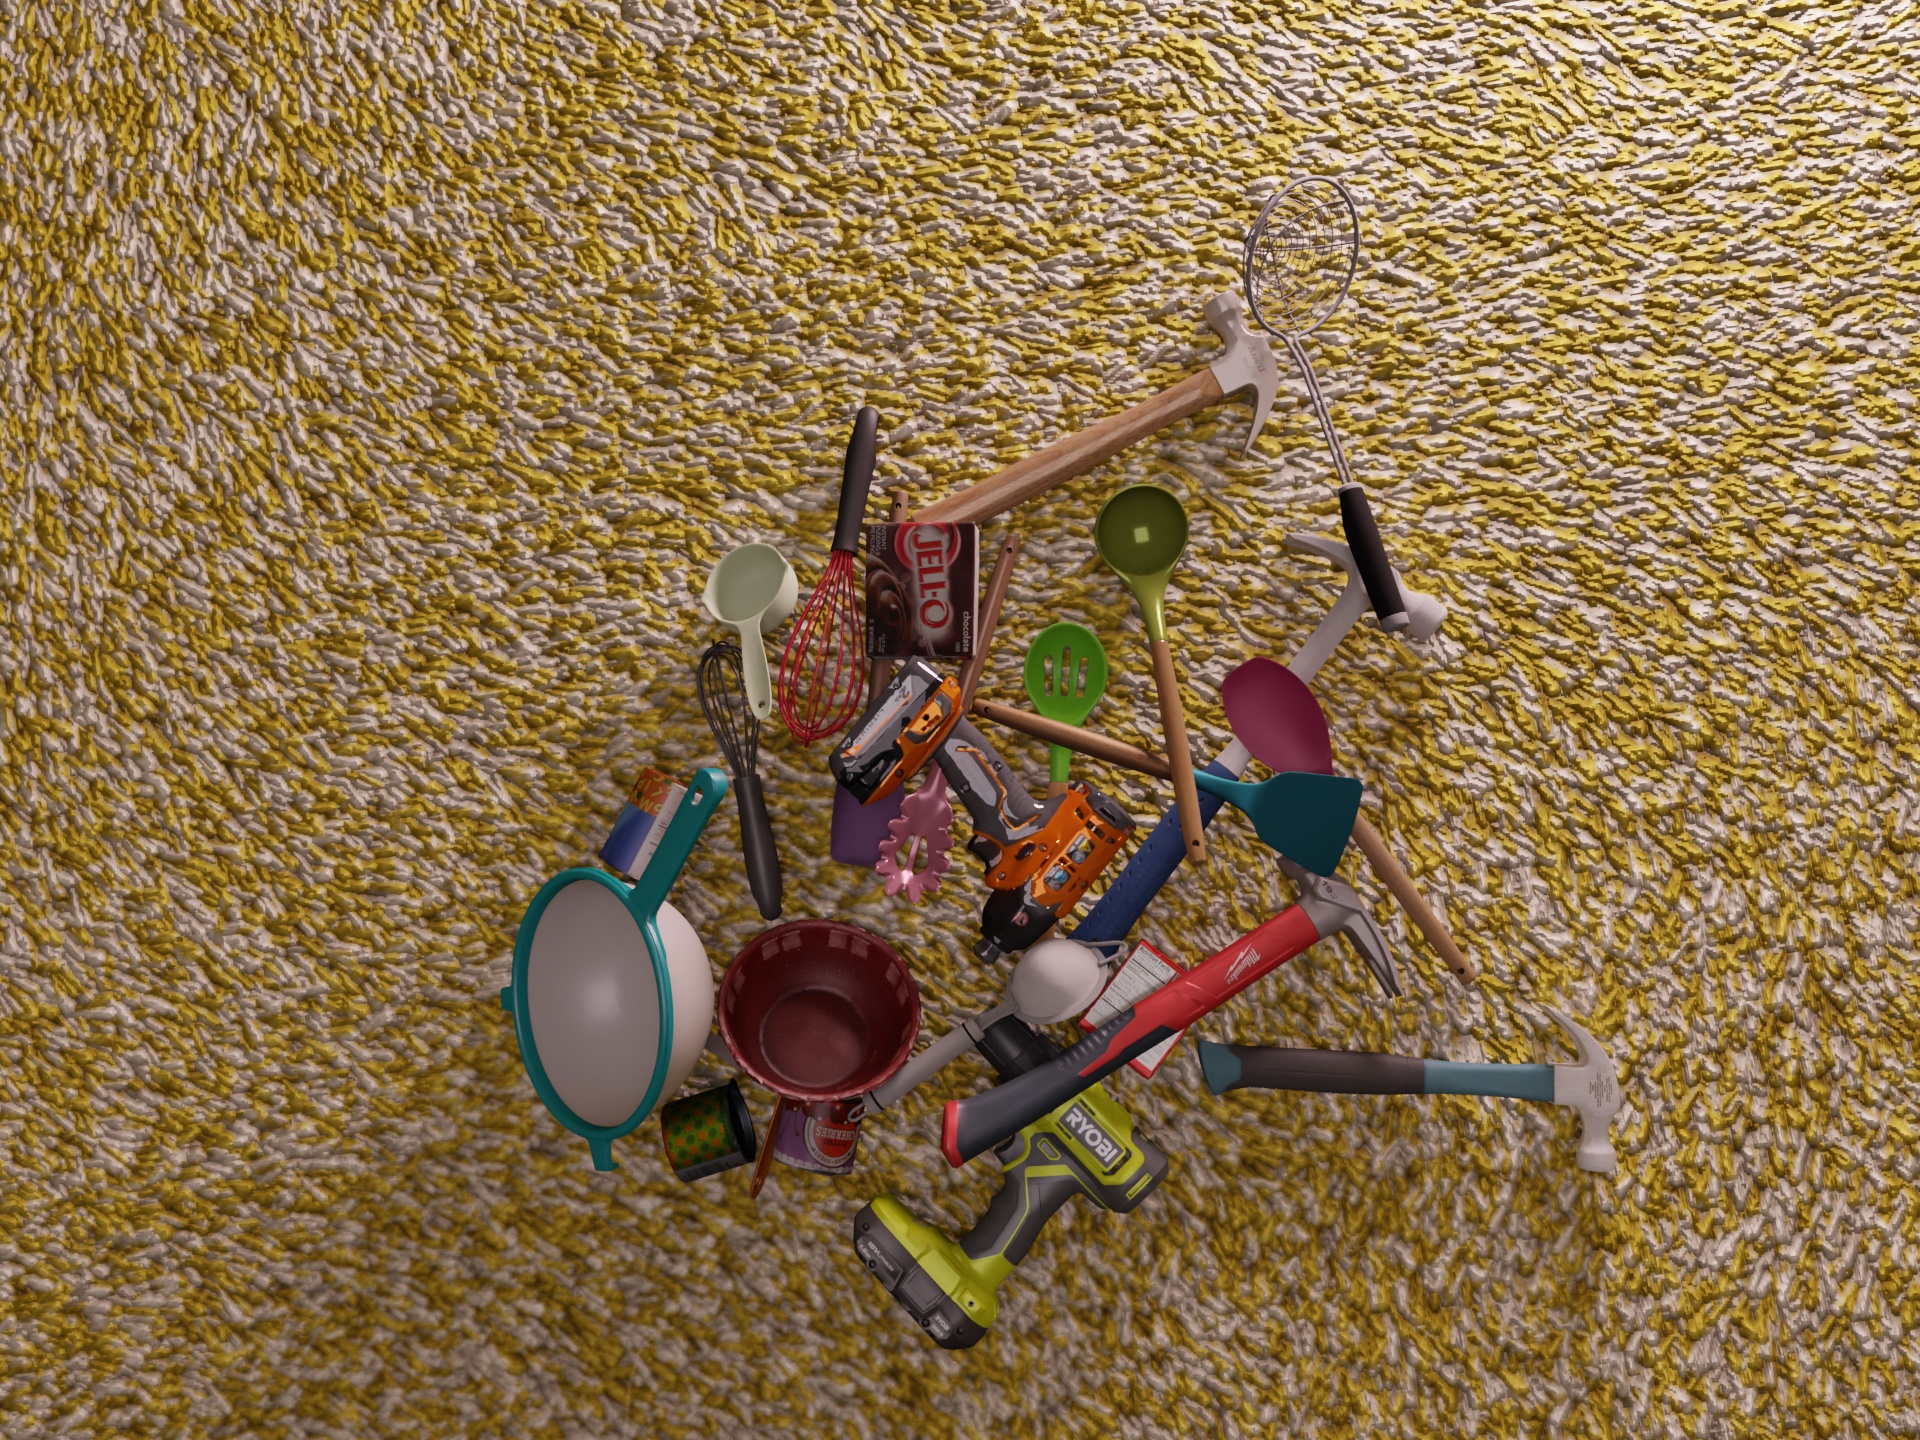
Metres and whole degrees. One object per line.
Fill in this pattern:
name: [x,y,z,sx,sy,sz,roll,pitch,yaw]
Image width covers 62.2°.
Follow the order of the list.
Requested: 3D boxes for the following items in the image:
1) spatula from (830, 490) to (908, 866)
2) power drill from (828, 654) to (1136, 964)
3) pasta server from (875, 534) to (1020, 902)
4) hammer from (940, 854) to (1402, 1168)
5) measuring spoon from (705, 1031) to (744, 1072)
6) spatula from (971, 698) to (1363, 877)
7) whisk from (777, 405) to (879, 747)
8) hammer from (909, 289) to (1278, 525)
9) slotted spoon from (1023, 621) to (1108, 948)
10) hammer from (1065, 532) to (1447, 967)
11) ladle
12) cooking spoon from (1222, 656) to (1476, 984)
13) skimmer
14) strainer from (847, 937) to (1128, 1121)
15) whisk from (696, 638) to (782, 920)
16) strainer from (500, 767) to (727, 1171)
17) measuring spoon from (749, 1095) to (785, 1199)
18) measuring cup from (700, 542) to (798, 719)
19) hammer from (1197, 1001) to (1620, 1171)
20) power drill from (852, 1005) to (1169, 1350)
spatula: [-0.065,-0.036,1.332,0.060,0.018,0.316,6,87,2]
power drill: [0.005,0.074,1.256,0.226,0.084,0.164,39,85,-4]
pasta server: [-0.002,-0.004,1.316,0.060,0.040,0.316,18,85,-3]
hammer: [0.159,0.247,1.240,0.386,0.038,0.143,-30,80,-13]
measuring spoon: [-0.187,0.275,1.318,0.124,0.018,0.034,28,90,-2]
spatula: [0.158,0.038,1.274,0.317,0.044,0.082,19,95,13]
whisk: [-0.100,-0.121,1.322,0.073,0.073,0.296,9,81,4]
hammer: [0.113,-0.228,1.331,0.331,0.031,0.130,-27,84,1]
slotted spoon: [0.076,0.076,1.311,0.070,0.031,0.314,5,87,4]
hammer: [0.220,0.028,1.302,0.144,0.035,0.405,37,88,5]
ladle: [0.162,-0.042,1.258,0.078,0.062,0.320,-8,66,2]
cooking spoon: [0.317,0.084,1.275,0.069,0.017,0.319,-36,94,15]
skimmer: [0.313,-0.253,1.276,0.127,0.090,0.363,-8,77,-35]
strainer: [0.016,0.238,1.247,0.258,0.087,0.050,-36,124,0]
whisk: [-0.179,0.049,1.320,0.055,0.055,0.239,-11,89,2]
strainer: [-0.232,0.170,1.237,0.211,0.095,0.340,48,119,32]
measuring spoon: [-0.157,0.335,1.303,0.011,0.021,0.117,16,92,24]
measuring cup: [-0.163,-0.067,1.301,0.083,0.038,0.168,-20,60,15]
hammer: [0.356,0.286,1.274,0.331,0.033,0.128,2,86,3]
power drill: [0.025,0.361,1.266,0.228,0.080,0.190,-45,80,-3]
